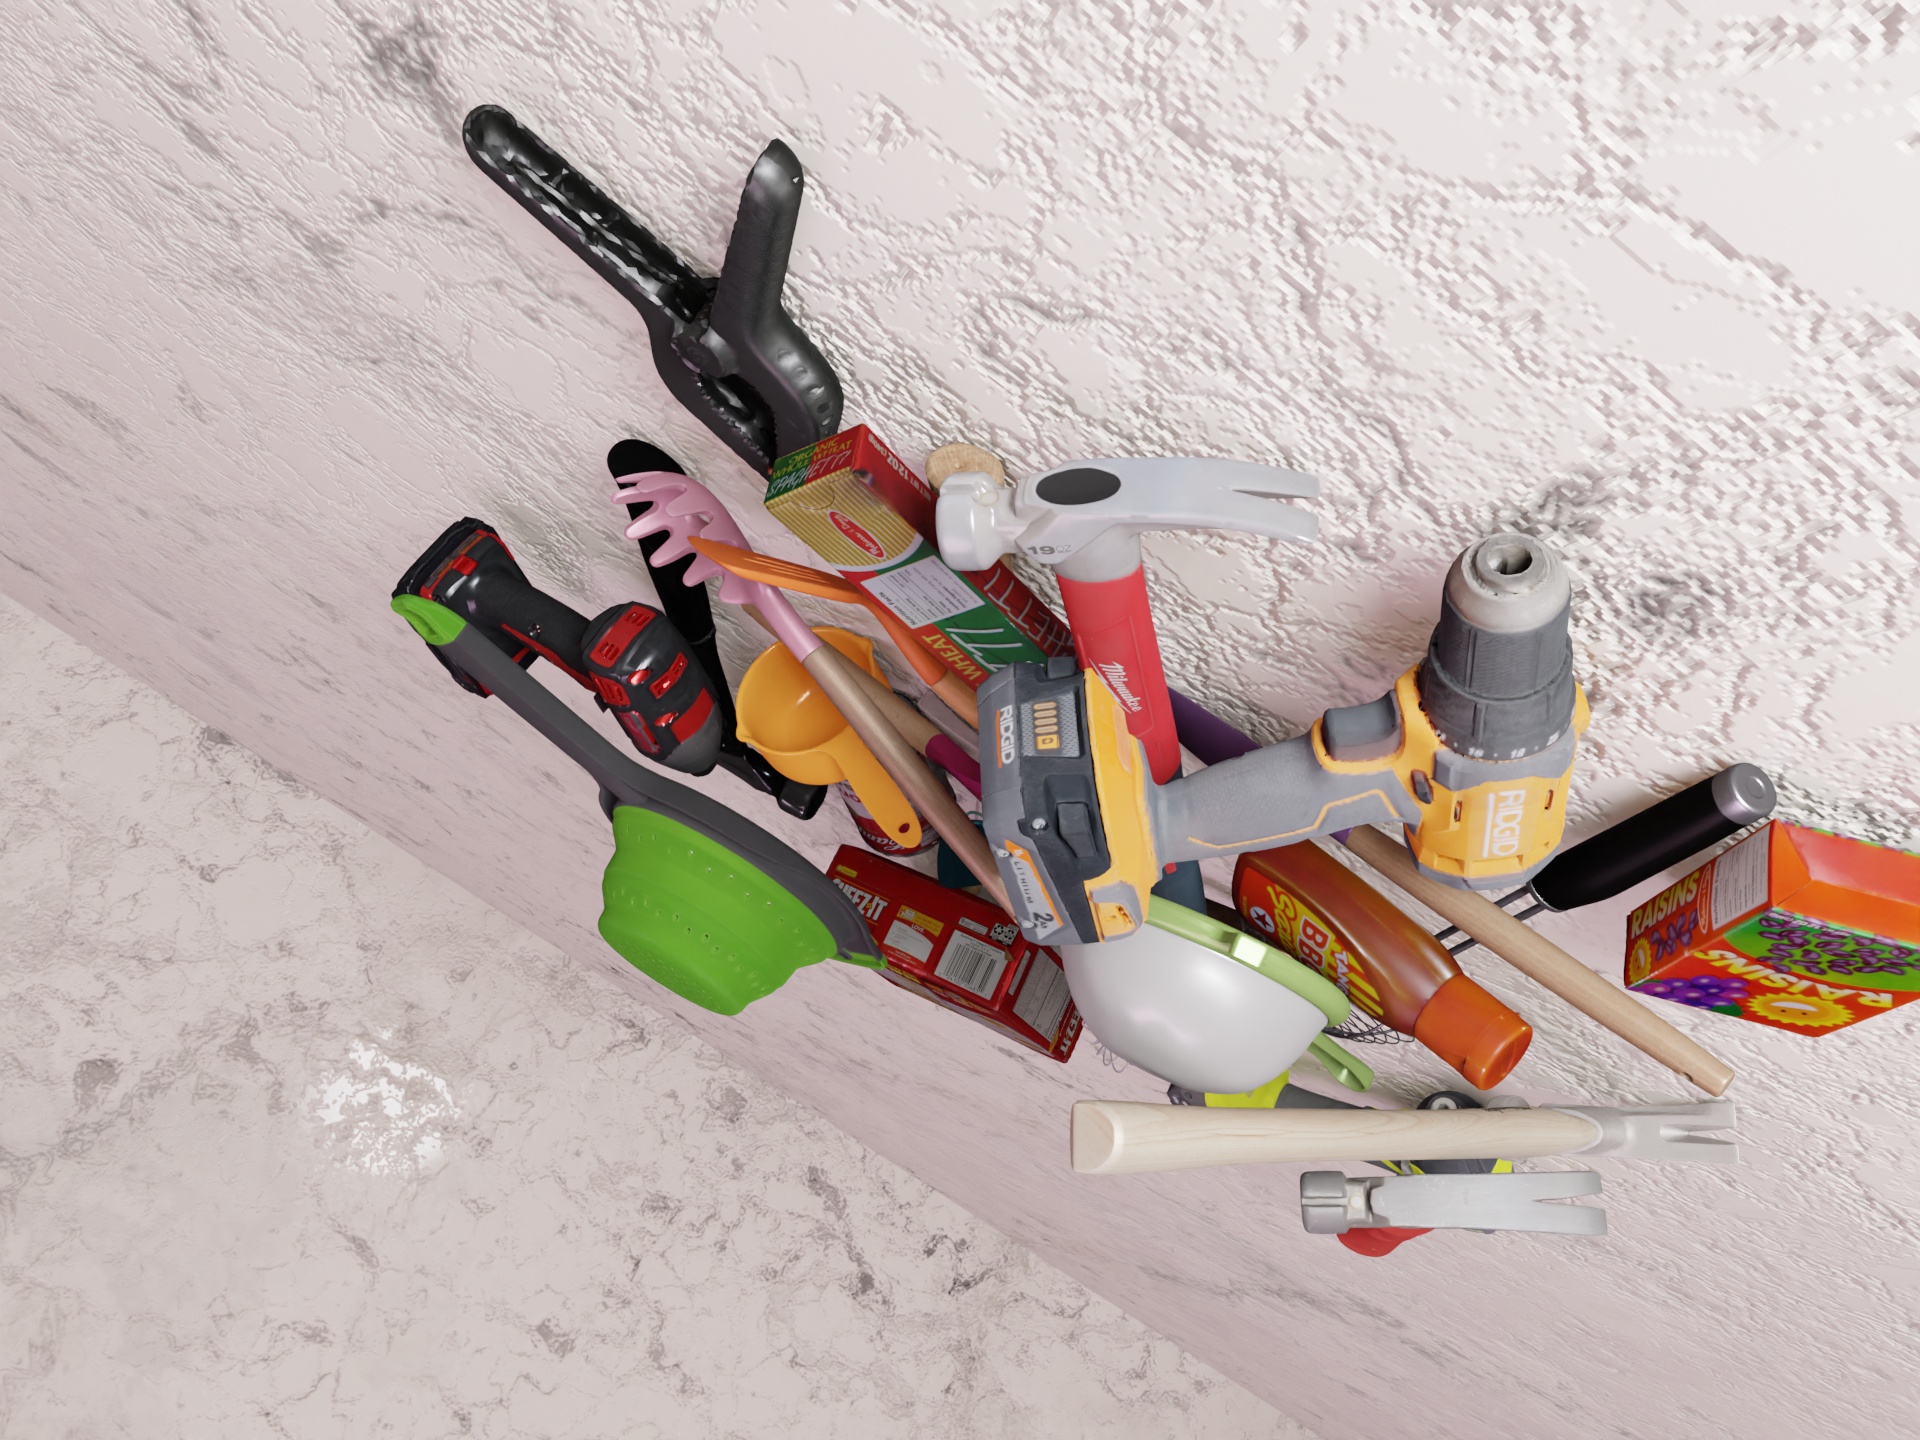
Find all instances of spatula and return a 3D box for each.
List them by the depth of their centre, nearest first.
[{"bbox_3d":[0.199,0.067,0.719,0.316,0.018,0.059,37,163,34],"label":"spatula"},{"bbox_3d":[-0.001,-0.003,0.812,0.322,0.041,0.081,40,178,-27],"label":"spatula"},{"bbox_3d":[0.139,0.124,0.963,0.317,0.044,0.082,22,145,11],"label":"spatula"}]

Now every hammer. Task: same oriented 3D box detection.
[{"bbox_3d":[0.101,0.024,0.737,0.143,0.038,0.385,1,145,16],"label":"hammer"},{"bbox_3d":[0.223,0.206,0.793,0.410,0.038,0.146,10,163,-37],"label":"hammer"},{"bbox_3d":[0.017,-0.032,0.824,0.130,0.031,0.331,23,157,19],"label":"hammer"},{"bbox_3d":[0.276,0.301,0.961,0.149,0.037,0.358,-2,160,9],"label":"hammer"},{"bbox_3d":[-0.171,-0.052,1.026,0.149,0.036,0.408,27,158,13],"label":"hammer"}]

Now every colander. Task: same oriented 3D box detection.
[{"bbox_3d":[-0.219,0.078,1.006,0.396,0.094,0.204,45,155,-29],"label":"colander"}]

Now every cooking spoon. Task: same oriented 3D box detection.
[{"bbox_3d":[-0.028,0.001,0.848,0.319,0.017,0.068,37,170,40],"label":"cooking spoon"}]

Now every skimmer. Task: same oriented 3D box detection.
[{"bbox_3d":[0.250,0.078,0.761,0.127,0.090,0.363,35,148,-2],"label":"skimmer"}]

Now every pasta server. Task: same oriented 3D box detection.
[{"bbox_3d":[-0.064,-0.009,0.815,0.316,0.040,0.060,50,153,4],"label":"pasta server"}]

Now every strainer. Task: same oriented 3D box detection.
[{"bbox_3d":[0.133,0.159,0.786,0.152,0.069,0.256,12,161,46],"label":"strainer"}]

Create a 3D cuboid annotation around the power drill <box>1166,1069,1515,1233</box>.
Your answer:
[{"bbox_3d":[0.267,0.276,1.111,0.223,0.080,0.171,12,153,32],"label":"power drill"}]

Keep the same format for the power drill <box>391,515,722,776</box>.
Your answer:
[{"bbox_3d":[-0.248,-0.039,1.024,0.220,0.078,0.143,24,154,28],"label":"power drill"}]

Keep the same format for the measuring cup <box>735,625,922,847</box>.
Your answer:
[{"bbox_3d":[-0.061,0.021,0.910,0.174,0.095,0.052,52,176,35],"label":"measuring cup"}]

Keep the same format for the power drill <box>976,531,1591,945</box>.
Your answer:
[{"bbox_3d":[0.122,0.010,0.609,0.226,0.084,0.185,-8,144,8],"label":"power drill"}]

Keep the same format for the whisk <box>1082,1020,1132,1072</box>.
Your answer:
[{"bbox_3d":[0.147,0.190,1.113,0.070,0.070,0.284,31,153,1],"label":"whisk"}]

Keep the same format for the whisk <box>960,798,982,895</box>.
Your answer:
[{"bbox_3d":[0.016,0.095,1.098,0.051,0.047,0.245,28,163,4],"label":"whisk"}]
